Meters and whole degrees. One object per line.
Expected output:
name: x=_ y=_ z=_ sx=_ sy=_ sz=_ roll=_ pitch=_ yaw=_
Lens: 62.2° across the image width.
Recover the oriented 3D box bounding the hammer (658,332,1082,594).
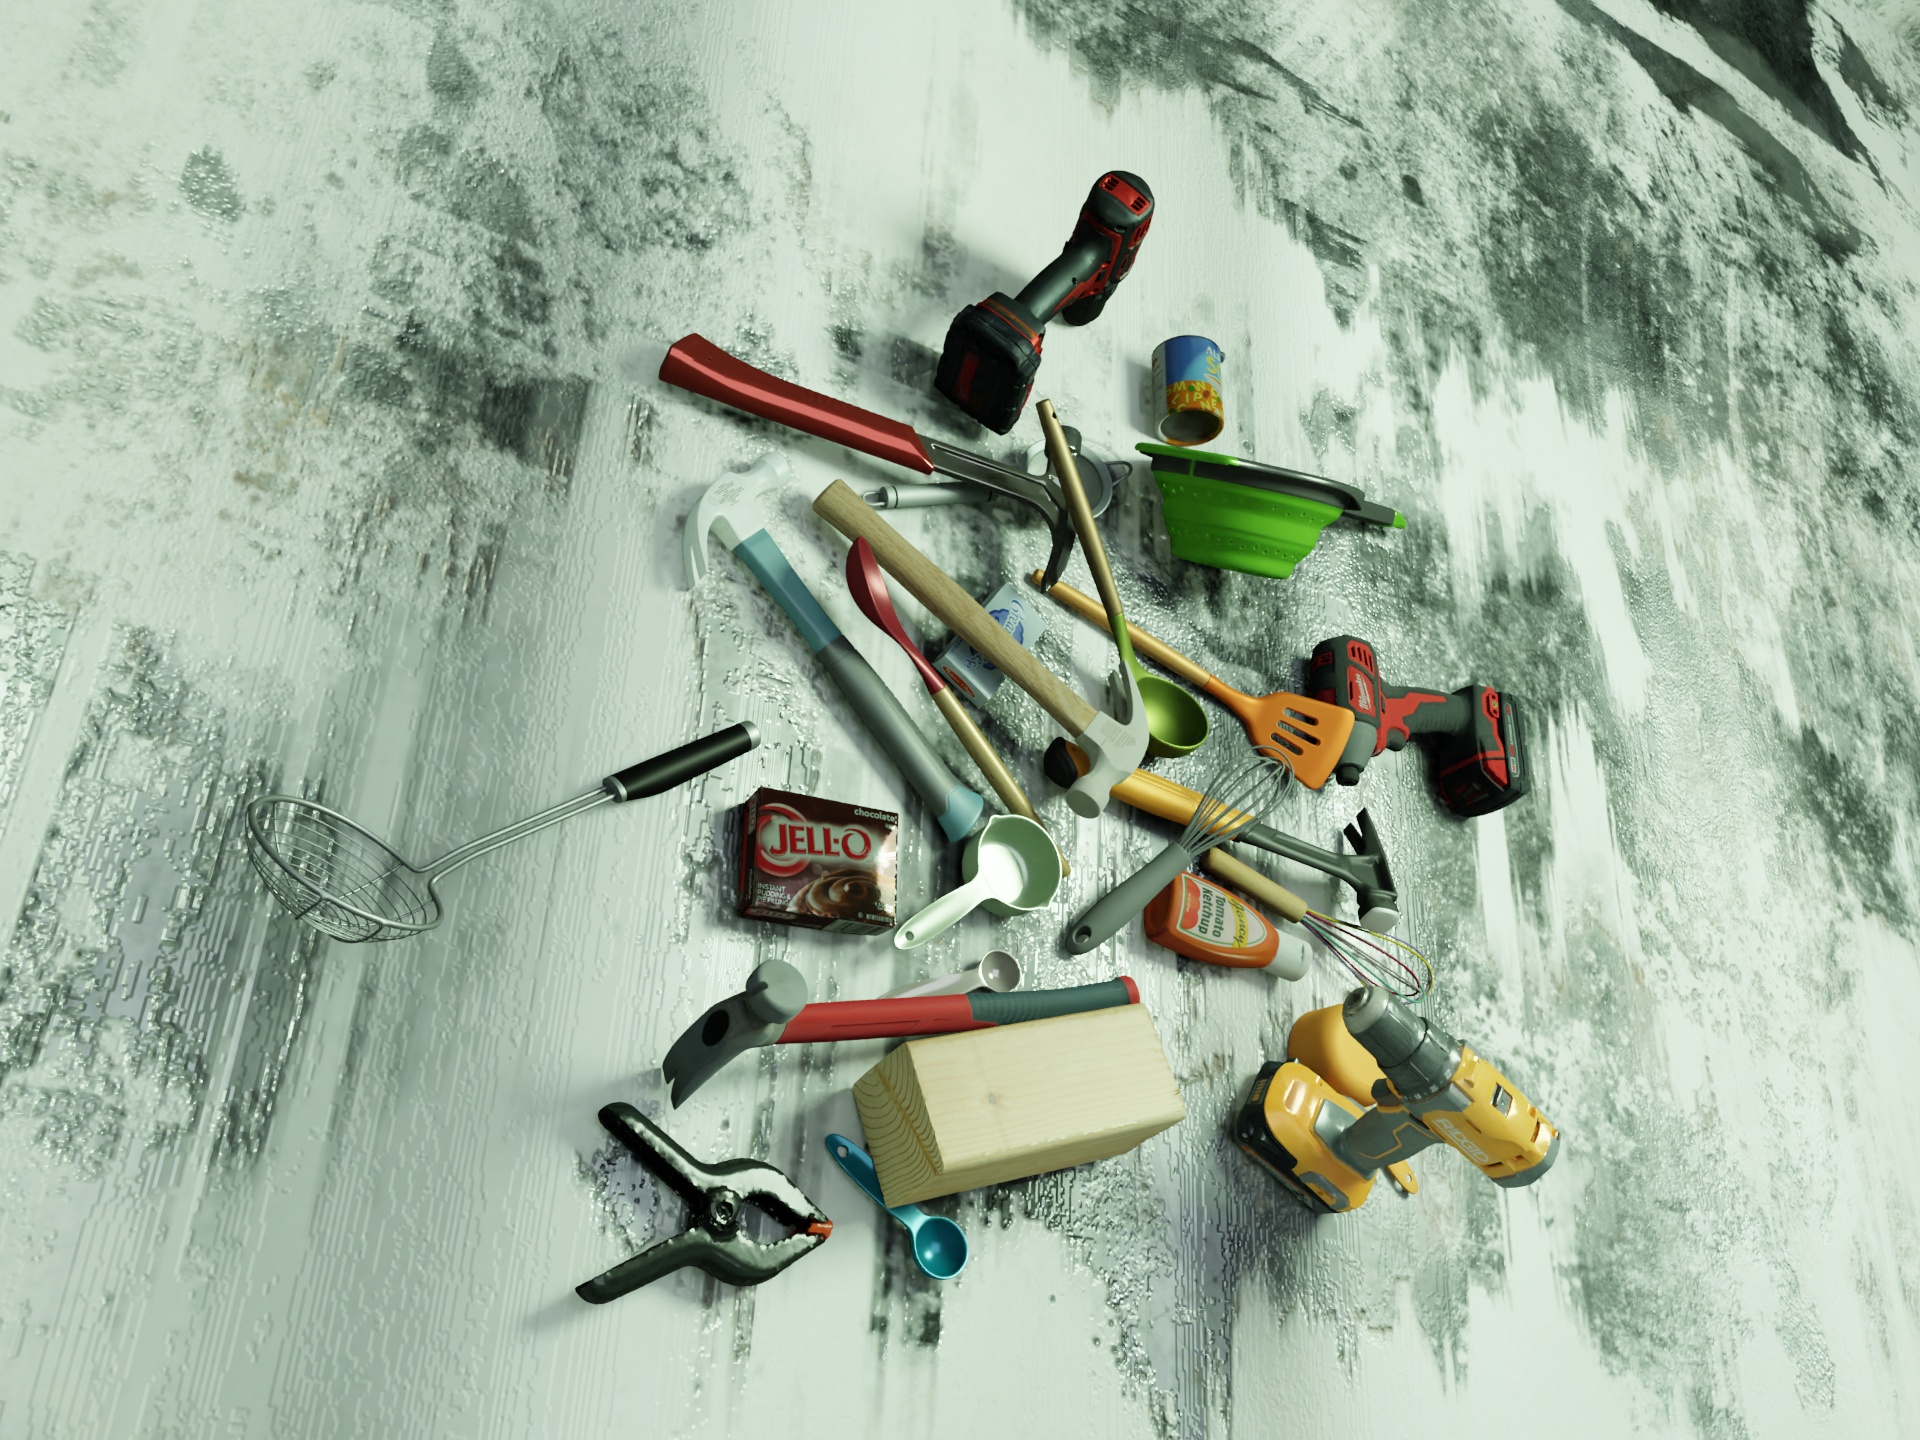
hammer: x=-0.068 y=-0.222 z=1.284 sx=0.359 sy=0.036 sz=0.149 roll=17 pitch=67 yaw=-18

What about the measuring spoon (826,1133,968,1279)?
measuring spoon: x=-0.048 y=0.333 z=1.090 sx=0.128 sy=0.021 sz=0.042 roll=44 pitch=46 yaw=3

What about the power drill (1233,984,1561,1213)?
power drill: x=0.304 y=0.286 z=1.197 sx=0.185 sy=0.226 sz=0.084 roll=42 pitch=53 yaw=-10

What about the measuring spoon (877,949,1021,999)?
measuring spoon: x=-0.011 y=0.199 z=1.174 sx=0.124 sy=0.018 sz=0.034 roll=-11 pitch=69 yaw=-28

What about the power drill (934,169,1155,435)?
power drill: x=0.076 y=-0.358 z=1.399 sx=0.080 sy=0.187 sz=0.227 roll=38 pitch=70 yaw=4

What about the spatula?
spatula: x=0.200 y=-0.048 z=1.397 sx=0.322 sy=0.041 sz=0.081 roll=30 pitch=85 yaw=-15

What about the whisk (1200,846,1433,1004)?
whisk: x=0.307 y=0.180 z=1.367 sx=0.245 sy=0.047 sz=0.051 roll=31 pitch=44 yaw=-12

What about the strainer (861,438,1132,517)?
strainer: x=0.030 y=-0.197 z=1.360 sx=0.258 sy=0.050 sz=0.087 roll=-8 pitch=67 yaw=-29

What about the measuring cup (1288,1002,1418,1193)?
measuring cup: x=0.345 y=0.314 z=1.320 sx=0.095 sy=0.052 sz=0.173 roll=-29 pitch=84 yaw=-38

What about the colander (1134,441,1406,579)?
colander: x=0.306 y=-0.178 z=1.490 sx=0.396 sy=0.205 sz=0.094 roll=4 pitch=101 yaw=-48

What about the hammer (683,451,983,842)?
hammer: x=-0.091 y=-0.049 z=1.219 sx=0.128 sy=0.033 sz=0.331 roll=-39 pitch=92 yaw=-39

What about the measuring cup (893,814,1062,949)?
measuring cup: x=0.005 y=0.132 z=1.198 sx=0.167 sy=0.038 sz=0.083 roll=-30 pitch=87 yaw=-36

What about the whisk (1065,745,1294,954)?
whisk: x=0.173 y=0.104 z=1.265 sx=0.239 sy=0.055 sz=0.055 roll=-40 pitch=93 yaw=-12

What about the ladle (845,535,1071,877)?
ladle: x=-0.002 y=-0.004 z=1.233 sx=0.315 sy=0.031 sz=0.069 roll=56 pitch=14 yaw=-13

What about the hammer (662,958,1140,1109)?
hammer: x=-0.020 y=0.214 z=1.120 sx=0.386 sy=0.143 sz=0.038 roll=6 pitch=50 yaw=-43

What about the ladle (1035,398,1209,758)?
ladle: x=0.130 y=-0.114 z=1.313 sx=0.078 sy=0.062 sz=0.320 roll=-39 pitch=114 yaw=-46

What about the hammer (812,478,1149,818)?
hammer: x=0.017 y=-0.073 z=1.267 sx=0.331 sy=0.031 sz=0.130 roll=42 pitch=54 yaw=-2

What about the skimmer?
skimmer: x=-0.272 y=0.045 z=1.026 sx=0.363 sy=0.090 sz=0.127 roll=-24 pitch=52 yaw=-40

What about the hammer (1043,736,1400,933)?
hammer: x=0.221 y=0.079 z=1.346 sx=0.336 sy=0.034 sz=0.127 roll=21 pitch=38 yaw=-18

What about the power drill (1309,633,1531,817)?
power drill: x=0.424 y=0.014 z=1.494 sx=0.219 sy=0.078 sz=0.143 roll=16 pitch=61 yaw=-23
